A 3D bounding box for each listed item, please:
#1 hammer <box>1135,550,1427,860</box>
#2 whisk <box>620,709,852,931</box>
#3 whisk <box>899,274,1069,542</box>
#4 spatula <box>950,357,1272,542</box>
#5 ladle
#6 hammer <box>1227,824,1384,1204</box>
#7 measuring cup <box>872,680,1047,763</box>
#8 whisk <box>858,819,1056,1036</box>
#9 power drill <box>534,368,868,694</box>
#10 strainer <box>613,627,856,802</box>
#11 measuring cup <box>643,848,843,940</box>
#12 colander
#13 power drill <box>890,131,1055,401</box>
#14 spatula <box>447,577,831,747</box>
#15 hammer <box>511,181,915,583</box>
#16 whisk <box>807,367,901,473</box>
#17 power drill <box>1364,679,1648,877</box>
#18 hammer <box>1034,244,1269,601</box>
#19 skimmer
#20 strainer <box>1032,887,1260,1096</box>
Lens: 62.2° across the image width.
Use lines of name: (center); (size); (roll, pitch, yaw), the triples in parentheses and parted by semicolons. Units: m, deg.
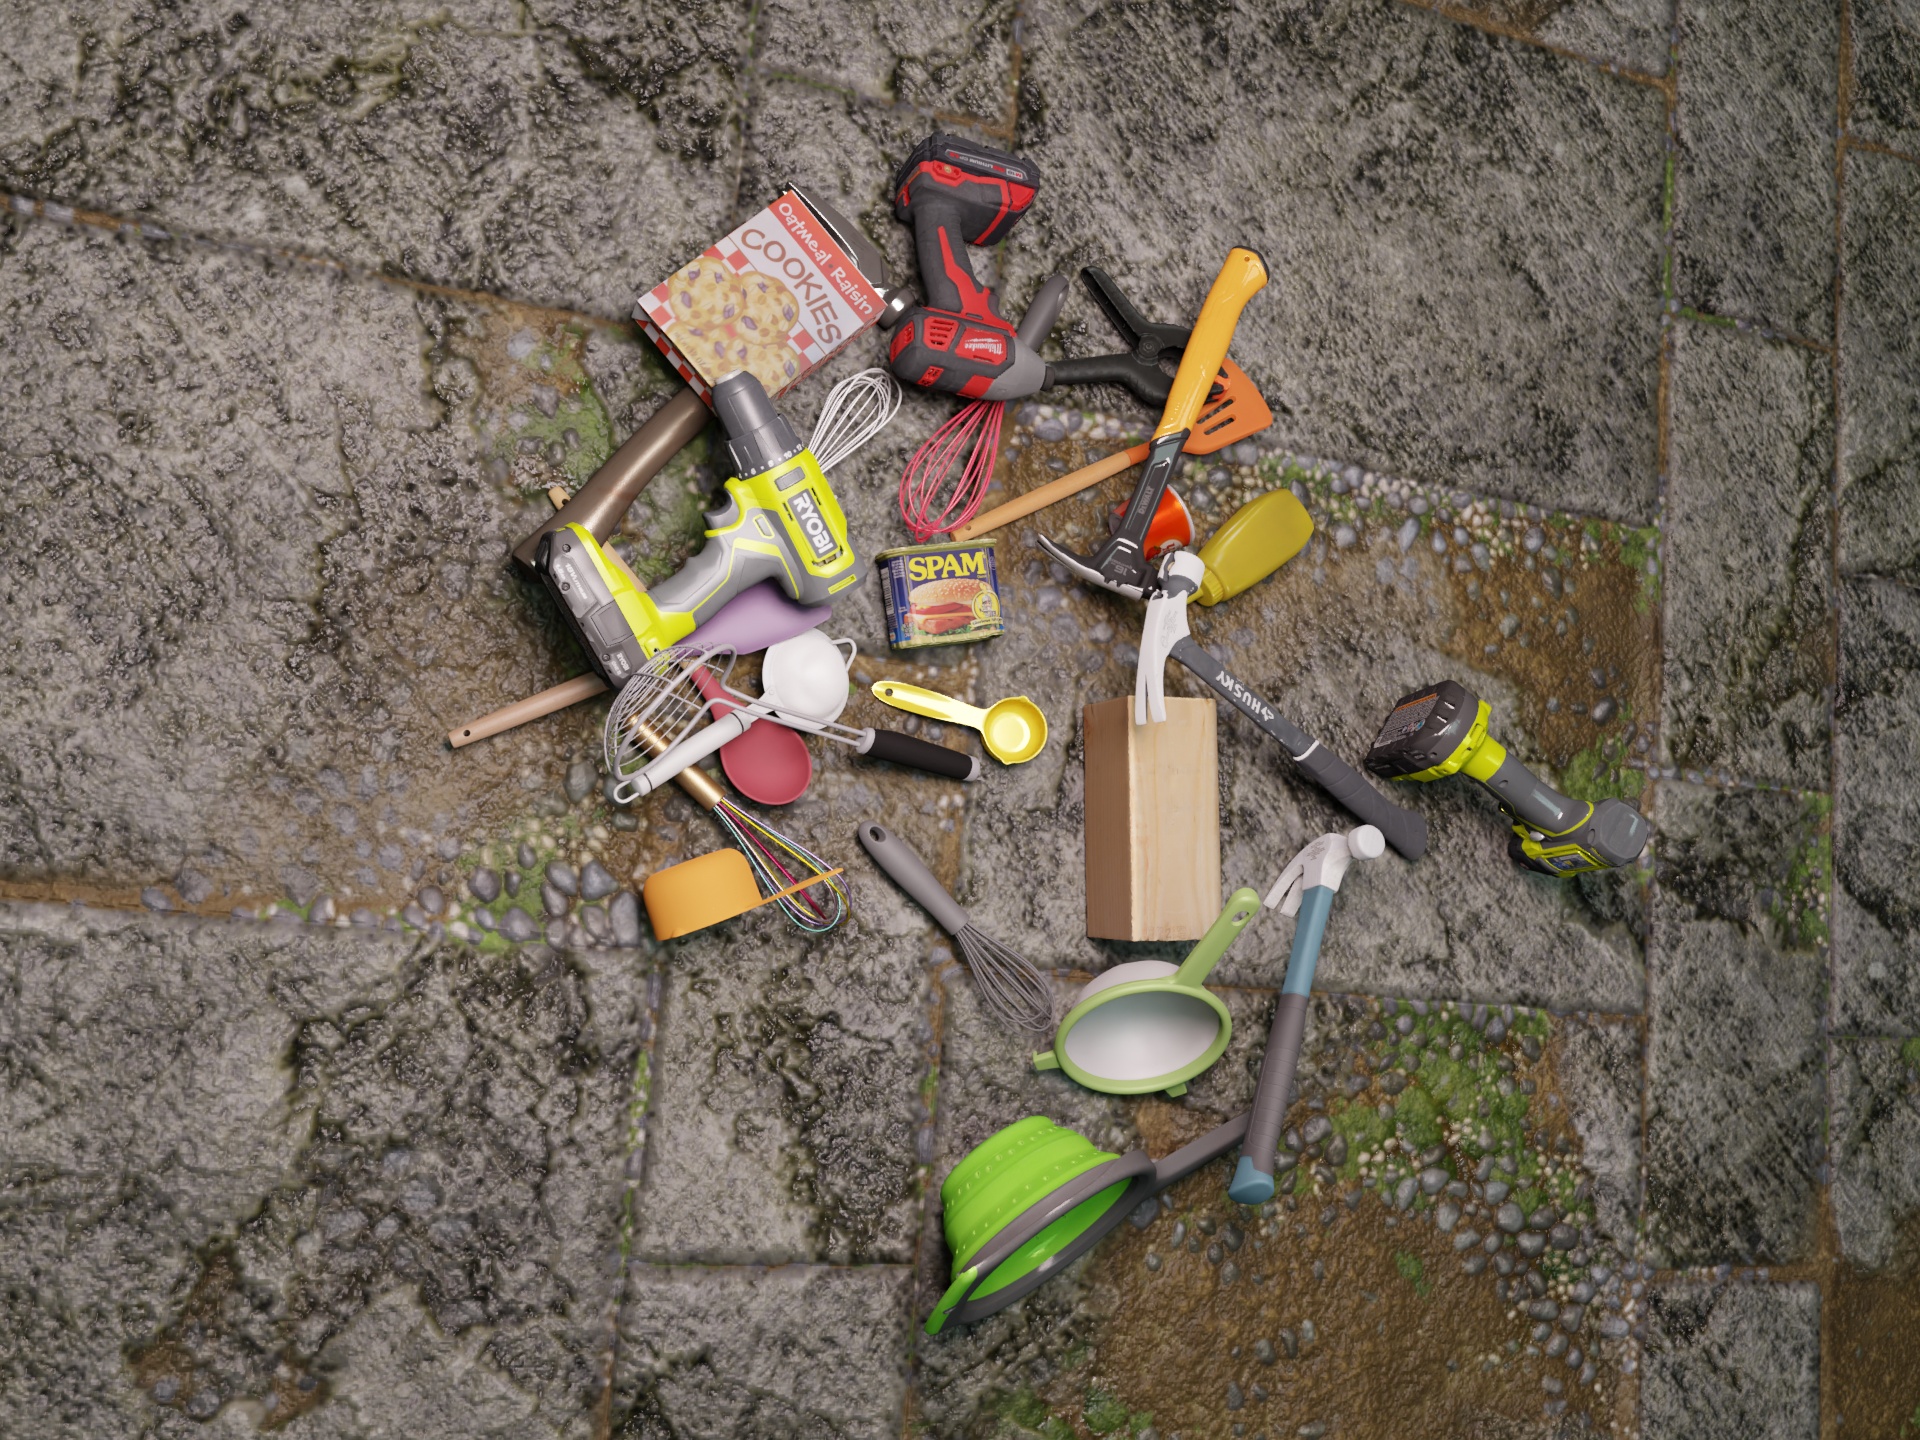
hammer: (0.293, 0.021, 1.402); (0.408, 0.036, 0.149); (35, 63, -32)
whisk: (-0.183, 0.084, 1.286); (0.245, 0.047, 0.051); (44, 74, -6)
whisk: (0.026, -0.276, 1.388); (0.073, 0.073, 0.296); (33, 70, -14)
spatula: (0.131, -0.231, 1.429); (0.322, 0.041, 0.081); (-27, 74, -19)
ladle: (-0.231, -0.060, 1.288); (0.069, 0.031, 0.315); (-40, 97, -24)
hammer: (0.285, 0.251, 1.370); (0.033, 0.128, 0.331); (26, 65, -15)
measuring cup: (-0.002, -0.004, 1.372); (0.156, 0.029, 0.062); (17, 79, -6)
whisk: (-0.004, 0.174, 1.341); (0.055, 0.055, 0.239); (-45, 96, -18)
power drill: (-0.204, -0.142, 1.219); (0.228, 0.080, 0.190); (-32, 108, -16)
strainer: (-0.168, -0.003, 1.267); (0.258, 0.050, 0.086); (-35, 106, -30)
measuring cup: (-0.169, 0.120, 1.228); (0.095, 0.173, 0.052); (-19, 87, -64)
colander: (0.114, 0.370, 1.336); (0.397, 0.204, 0.095); (-17, 56, -36)
power drill: (0.012, -0.375, 1.351); (0.143, 0.078, 0.220); (8, 69, -25)
spatula: (-0.252, -0.047, 1.259); (0.316, 0.018, 0.060); (-24, 86, -16)
hammer: (-0.216, -0.268, 1.297); (0.146, 0.038, 0.411); (45, 69, -9)
whisk: (-0.133, -0.199, 1.328); (0.059, 0.057, 0.246); (32, 77, 21)
power drill: (0.497, 0.065, 1.477); (0.223, 0.171, 0.080); (35, 74, -5)
hammer: (0.184, -0.270, 1.393); (0.127, 0.034, 0.337); (23, 80, 2)
skimmer: (-0.112, 0.022, 1.233); (0.363, 0.090, 0.127); (17, 120, -40)
strainer: (0.172, 0.211, 1.328); (0.151, 0.256, 0.069); (15, 37, -20)
